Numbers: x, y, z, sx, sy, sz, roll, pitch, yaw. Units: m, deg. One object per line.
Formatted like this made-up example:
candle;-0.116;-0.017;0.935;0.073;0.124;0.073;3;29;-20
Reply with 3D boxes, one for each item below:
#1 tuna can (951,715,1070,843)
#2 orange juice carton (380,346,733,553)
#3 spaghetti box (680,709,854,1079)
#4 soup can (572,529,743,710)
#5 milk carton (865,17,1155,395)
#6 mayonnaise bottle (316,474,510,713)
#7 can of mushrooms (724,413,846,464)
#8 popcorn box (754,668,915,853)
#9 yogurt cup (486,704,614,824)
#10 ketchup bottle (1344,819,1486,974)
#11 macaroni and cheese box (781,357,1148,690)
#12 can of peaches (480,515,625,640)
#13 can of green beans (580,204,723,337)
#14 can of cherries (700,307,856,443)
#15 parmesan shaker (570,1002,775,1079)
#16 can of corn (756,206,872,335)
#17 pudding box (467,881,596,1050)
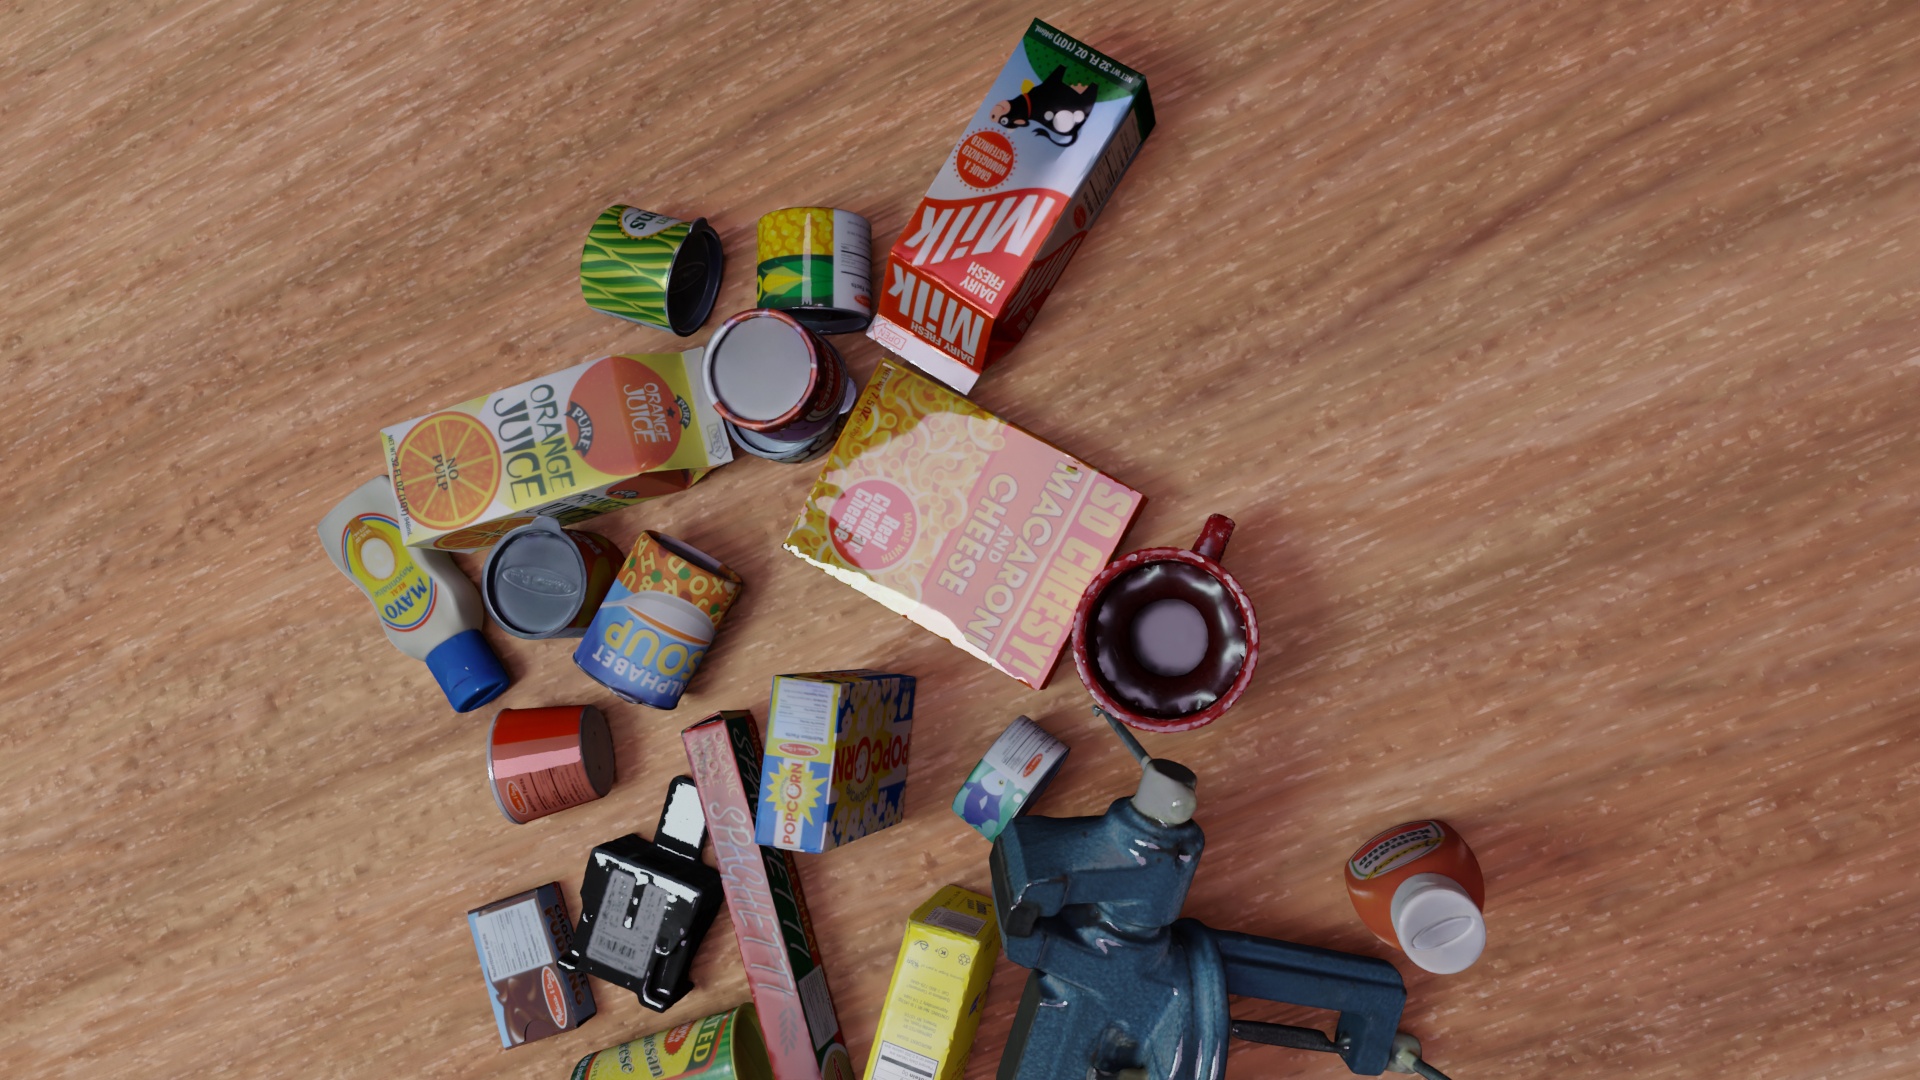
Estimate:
tuna can;0.026;0.130;0.749;0.033;0.071;0.071;36;94;13
orange juice carton;-0.229;-0.053;0.811;0.192;0.073;0.072;-16;82;10
spaghetti box;-0.104;0.218;0.777;0.028;0.050;0.250;-18;82;9
soup can;-0.172;0.046;0.793;0.071;0.071;0.083;30;92;12
milk carton;0.025;-0.178;0.766;0.072;0.073;0.190;32;93;12
mayonnaise bottle;-0.326;0.034;0.841;0.064;0.041;0.148;-37;79;7
can of mushrooms;-0.099;-0.079;0.806;0.071;0.033;0.071;-1;85;12
popcorn box;-0.063;0.113;0.737;0.038;0.127;0.085;6;87;16
yogurt cup;-0.236;0.126;0.805;0.054;0.072;0.072;-11;84;3
ketchup bottle;0.220;0.170;0.662;0.064;0.149;0.043;-29;83;9
macaroni and cheese box;0.003;-0.010;0.776;0.166;0.040;0.123;29;92;13
can of peaches;-0.235;0.023;0.814;0.071;0.058;0.071;-1;86;12
can of green beans;-0.180;-0.158;0.811;0.058;0.071;0.071;17;90;13
can of cherries;-0.098;-0.089;0.758;0.071;0.058;0.071;-1;86;11
parmesan shaker;-0.157;0.306;0.771;0.103;0.071;0.071;-20;82;10
can of corn;-0.085;-0.152;0.791;0.071;0.071;0.058;-1;85;12
pudding box;-0.252;0.249;0.816;0.049;0.030;0.084;-20;82;9
